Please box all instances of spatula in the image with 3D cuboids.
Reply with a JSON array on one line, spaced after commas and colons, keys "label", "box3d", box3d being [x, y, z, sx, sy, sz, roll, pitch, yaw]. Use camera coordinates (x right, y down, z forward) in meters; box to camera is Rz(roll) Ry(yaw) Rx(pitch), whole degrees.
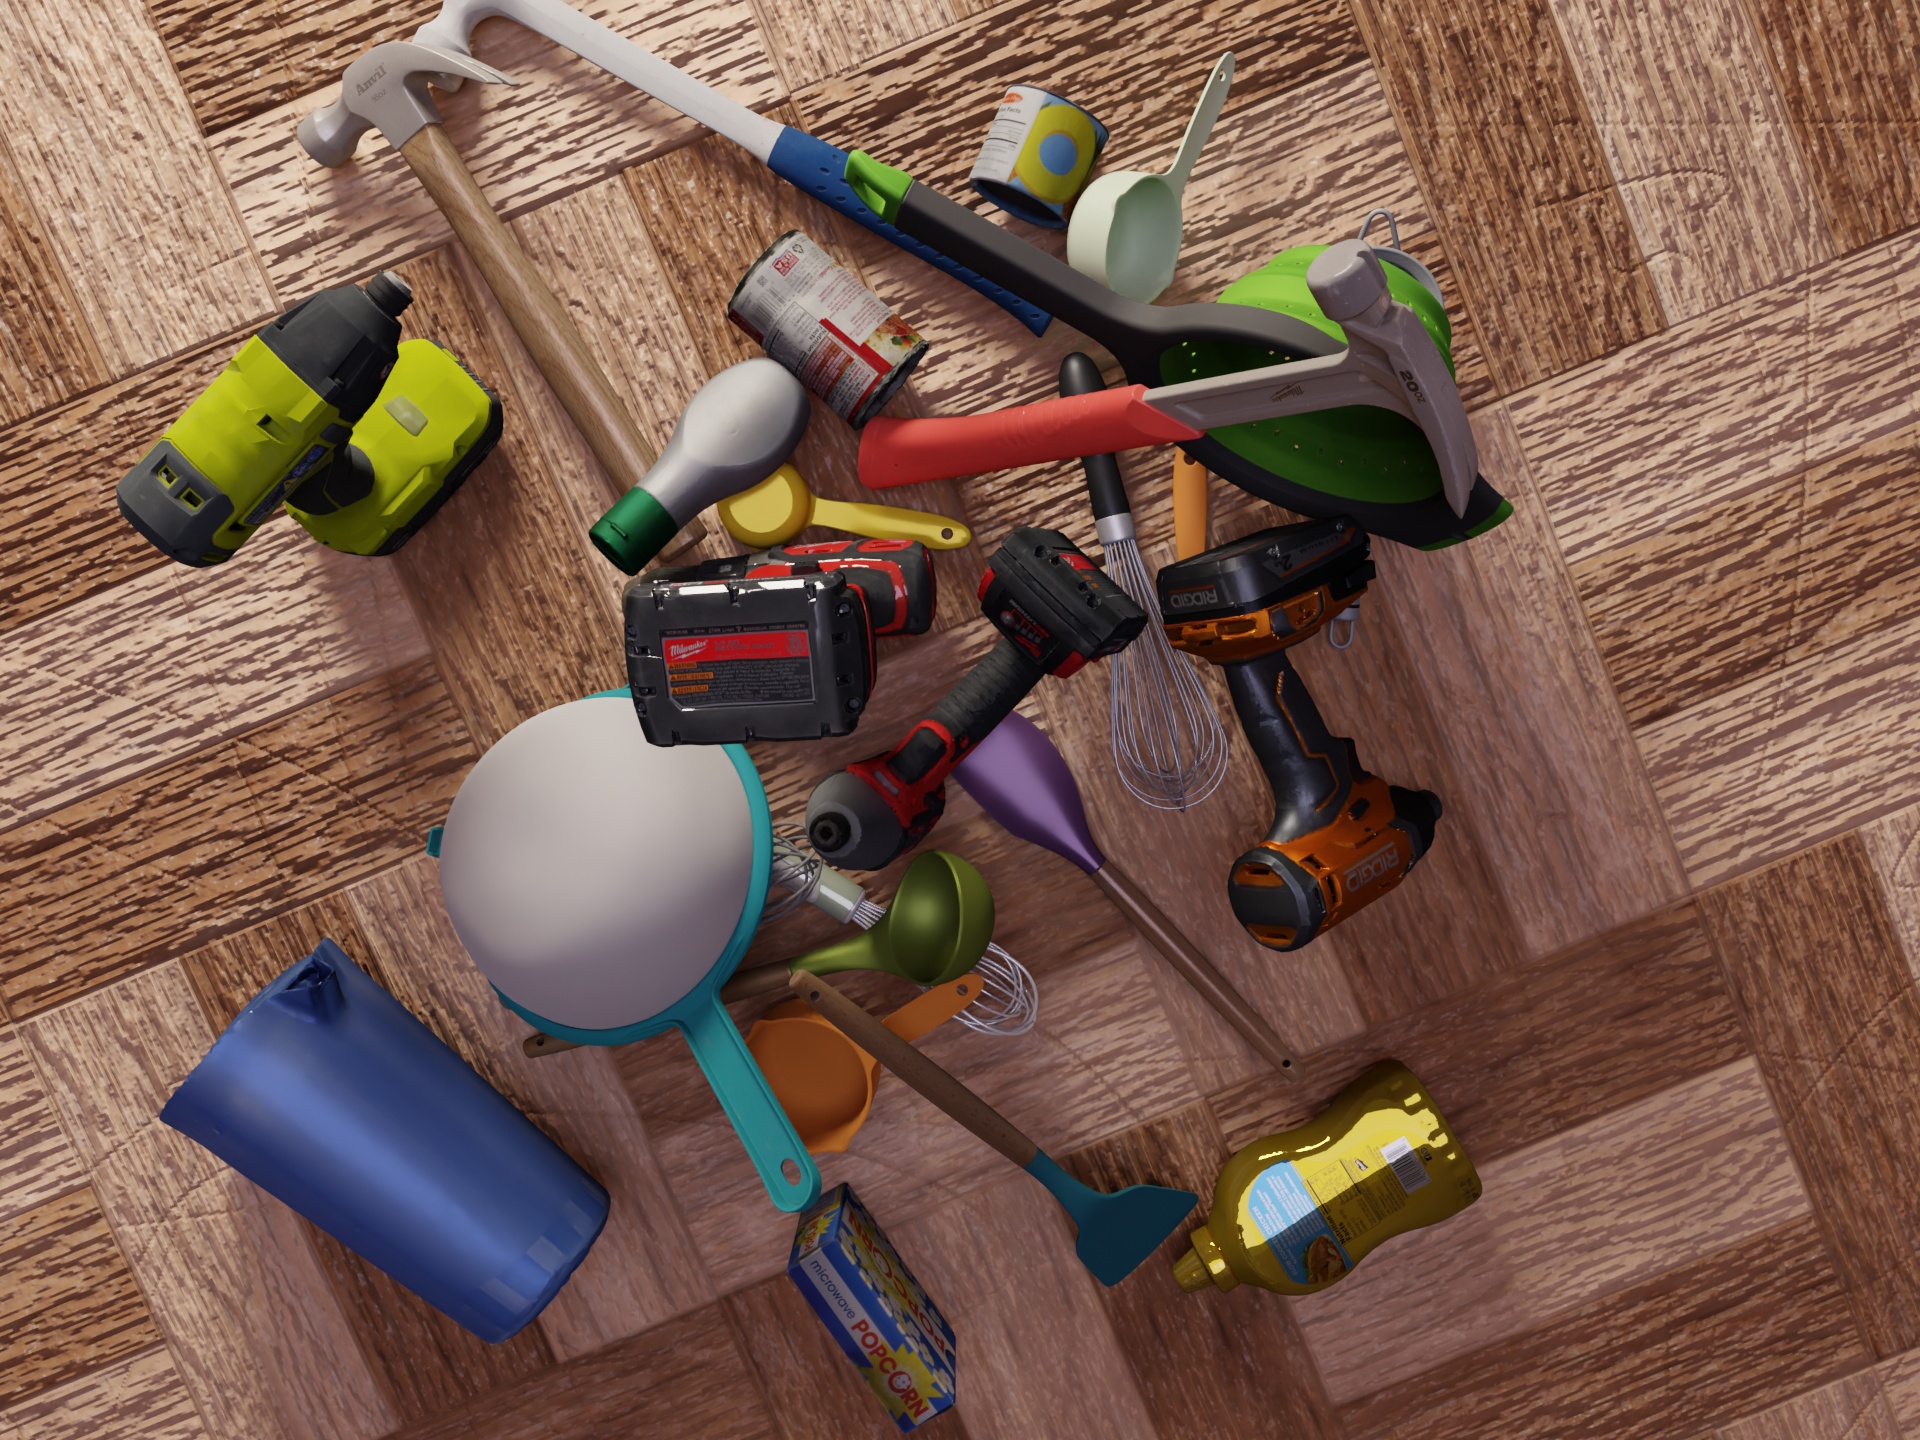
[{"label": "spatula", "box3d": [0.018, 0.240, 0.942, 0.317, 0.044, 0.082, 42, 95, -18]}, {"label": "spatula", "box3d": [0.104, 0.108, 0.987, 0.060, 0.018, 0.316, -43, 93, 1]}]

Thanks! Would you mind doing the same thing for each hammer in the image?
[{"label": "hammer", "box3d": [-0.250, -0.242, 0.934, 0.130, 0.031, 0.331, -28, 100, 26]}, {"label": "hammer", "box3d": [-0.115, -0.350, 0.940, 0.405, 0.035, 0.144, 29, 94, -3]}, {"label": "hammer", "box3d": [0.085, -0.152, 0.846, 0.149, 0.359, 0.037, 50, 55, -34]}]

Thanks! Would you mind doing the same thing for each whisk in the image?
[{"label": "whisk", "box3d": [-0.182, 0.123, 0.953, 0.239, 0.055, 0.055, -25, 95, 16]}, {"label": "whisk", "box3d": [0.101, -0.083, 0.957, 0.070, 0.070, 0.284, -13, 89, 0]}, {"label": "whisk", "box3d": [-0.058, 0.119, 0.973, 0.246, 0.059, 0.057, 32, 121, 1]}]

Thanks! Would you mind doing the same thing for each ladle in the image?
[{"label": "ladle", "box3d": [-0.127, 0.151, 0.939, 0.320, 0.062, 0.078, -18, 60, 15]}]

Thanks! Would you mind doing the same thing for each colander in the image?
[{"label": "colander", "box3d": [0.129, -0.231, 0.865, 0.397, 0.204, 0.094, 28, 81, -6]}]

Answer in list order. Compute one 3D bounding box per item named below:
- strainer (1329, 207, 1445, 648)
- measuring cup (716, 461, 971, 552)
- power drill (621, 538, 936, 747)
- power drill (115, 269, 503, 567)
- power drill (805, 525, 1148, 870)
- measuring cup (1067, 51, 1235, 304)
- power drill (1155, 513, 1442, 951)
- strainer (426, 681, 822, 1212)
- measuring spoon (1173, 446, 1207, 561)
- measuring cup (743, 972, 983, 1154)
[{"label": "strainer", "box3d": [0.239, -0.171, 0.958, 0.087, 0.050, 0.258, 5, 100, 11]}, {"label": "measuring cup", "box3d": [-0.071, -0.124, 0.959, 0.156, 0.029, 0.062, 10, 94, 1]}, {"label": "power drill", "box3d": [-0.117, -0.054, 0.870, 0.188, 0.227, 0.080, -3, 105, 7]}, {"label": "power drill", "box3d": [-0.331, -0.158, 0.856, 0.080, 0.223, 0.171, 44, 93, -4]}, {"label": "power drill", "box3d": [-0.001, -0.003, 0.895, 0.078, 0.143, 0.219, 44, 105, 8]}, {"label": "measuring cup", "box3d": [0.113, -0.323, 0.937, 0.038, 0.083, 0.167, 21, 81, 35]}, {"label": "power drill", "box3d": [0.209, 0.001, 0.929, 0.164, 0.084, 0.226, -22, 101, -35]}, {"label": "strainer", "box3d": [-0.185, 0.122, 0.871, 0.211, 0.095, 0.341, -40, 64, 9]}, {"label": "measuring spoon", "box3d": [0.142, -0.117, 0.974, 0.021, 0.011, 0.117, -2, 94, -1]}, {"label": "measuring cup", "box3d": [-0.057, 0.191, 0.962, 0.173, 0.052, 0.095, -32, 95, 11]}]
